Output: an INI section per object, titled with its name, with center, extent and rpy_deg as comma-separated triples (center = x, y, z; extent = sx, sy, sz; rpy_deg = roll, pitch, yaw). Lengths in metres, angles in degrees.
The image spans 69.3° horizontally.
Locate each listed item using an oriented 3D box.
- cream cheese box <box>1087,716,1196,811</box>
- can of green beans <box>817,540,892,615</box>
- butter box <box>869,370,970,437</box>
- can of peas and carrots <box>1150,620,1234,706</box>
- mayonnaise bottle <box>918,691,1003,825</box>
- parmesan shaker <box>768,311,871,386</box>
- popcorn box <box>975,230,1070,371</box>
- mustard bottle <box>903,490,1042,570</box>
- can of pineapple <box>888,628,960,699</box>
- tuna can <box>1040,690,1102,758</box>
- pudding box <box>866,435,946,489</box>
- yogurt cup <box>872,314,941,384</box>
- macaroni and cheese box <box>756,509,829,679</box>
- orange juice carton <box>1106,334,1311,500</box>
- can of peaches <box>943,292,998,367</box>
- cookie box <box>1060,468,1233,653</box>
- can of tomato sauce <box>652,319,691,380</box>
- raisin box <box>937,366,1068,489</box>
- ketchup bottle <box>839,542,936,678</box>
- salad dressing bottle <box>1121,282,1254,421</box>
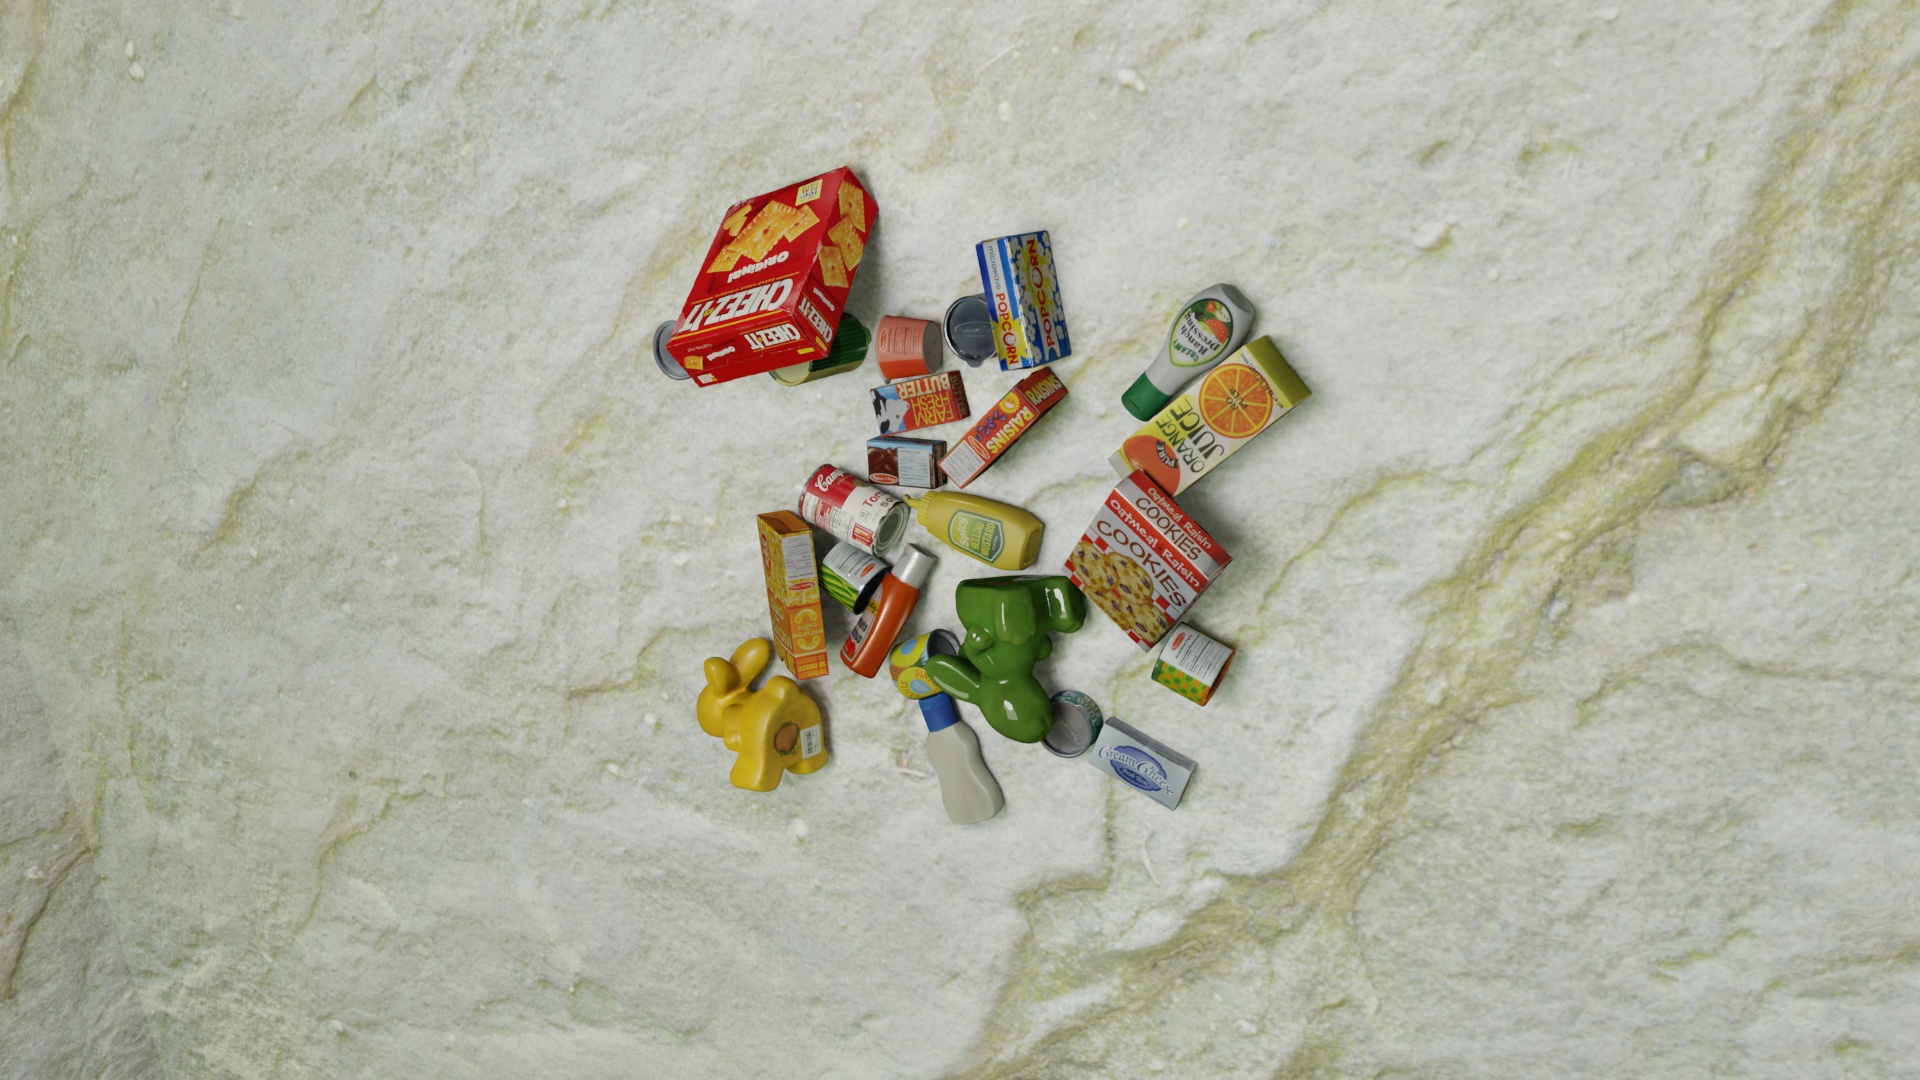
[cream cheese box]
center = 0.188, 0.231, 1.440
extent = 0.104, 0.024, 0.053
rpy_deg = 28, 114, 20
[can of green beans]
center = -0.118, 0.039, 1.530
extent = 0.058, 0.071, 0.071
rpy_deg = 37, 119, 16
[butter box]
center = -0.044, -0.144, 1.461
extent = 0.103, 0.024, 0.053
rpy_deg = -9, 99, 31
[can of peas and carrots]
center = 0.228, 0.122, 1.364
extent = 0.059, 0.071, 0.070
rpy_deg = 29, 116, 19
[mayonnaise bottle]
center = -0.005, 0.239, 1.540
extent = 0.064, 0.041, 0.148
rpy_deg = -18, 94, 30
[parmesan shaker]
center = -0.150, -0.203, 1.457
extent = 0.071, 0.103, 0.071
rpy_deg = 8, 108, 27
[popcorn box]
center = 0.062, -0.232, 1.342
extent = 0.038, 0.085, 0.126
rpy_deg = -6, 102, 31
[mustard bottle]
center = 0.005, -0.018, 1.455
extent = 0.160, 0.049, 0.065
rpy_deg = 20, 111, 23
[can of pineapple]
center = -0.037, 0.137, 1.511
extent = 0.057, 0.071, 0.071
rpy_deg = -23, 92, 33
[tuna can]
center = 0.116, 0.192, 1.463
extent = 0.071, 0.033, 0.071
rpy_deg = 8, 108, 27
[pudding box]
center = -0.058, -0.084, 1.483
extent = 0.084, 0.030, 0.049
rpy_deg = 6, 108, 28
[yogurt cup]
center = -0.053, -0.199, 1.429
extent = 0.054, 0.072, 0.072
rpy_deg = 2, 105, 20
[macaroni and cheese box]
center = -0.189, 0.059, 1.550
extent = 0.124, 0.040, 0.166
rpy_deg = -151, 53, -68
[orange juice carton]
center = 0.224, -0.102, 1.296
extent = 0.192, 0.073, 0.072
rpy_deg = -40, 84, 32
[can of peaches]
center = 0.025, -0.212, 1.384
extent = 0.071, 0.058, 0.071
rpy_deg = 8, 108, 26
[cookie box]
center = 0.176, 0.022, 1.336
extent = 0.123, 0.040, 0.166
rpy_deg = 45, 150, 11
[can of tomato sauce]
center = -0.287, -0.217, 1.541
extent = 0.071, 0.083, 0.071
rpy_deg = 8, 108, 27
[raisin box]
center = 0.042, -0.113, 1.386
extent = 0.040, 0.086, 0.123
rpy_deg = 48, 121, 2
[ketchup bottle]
center = -0.077, 0.074, 1.509
extent = 0.043, 0.065, 0.148
rpy_deg = 27, 98, -21
[salad dressing bottle]
center = 0.210, -0.173, 1.301
extent = 0.064, 0.044, 0.147
rpy_deg = 48, 121, 11
